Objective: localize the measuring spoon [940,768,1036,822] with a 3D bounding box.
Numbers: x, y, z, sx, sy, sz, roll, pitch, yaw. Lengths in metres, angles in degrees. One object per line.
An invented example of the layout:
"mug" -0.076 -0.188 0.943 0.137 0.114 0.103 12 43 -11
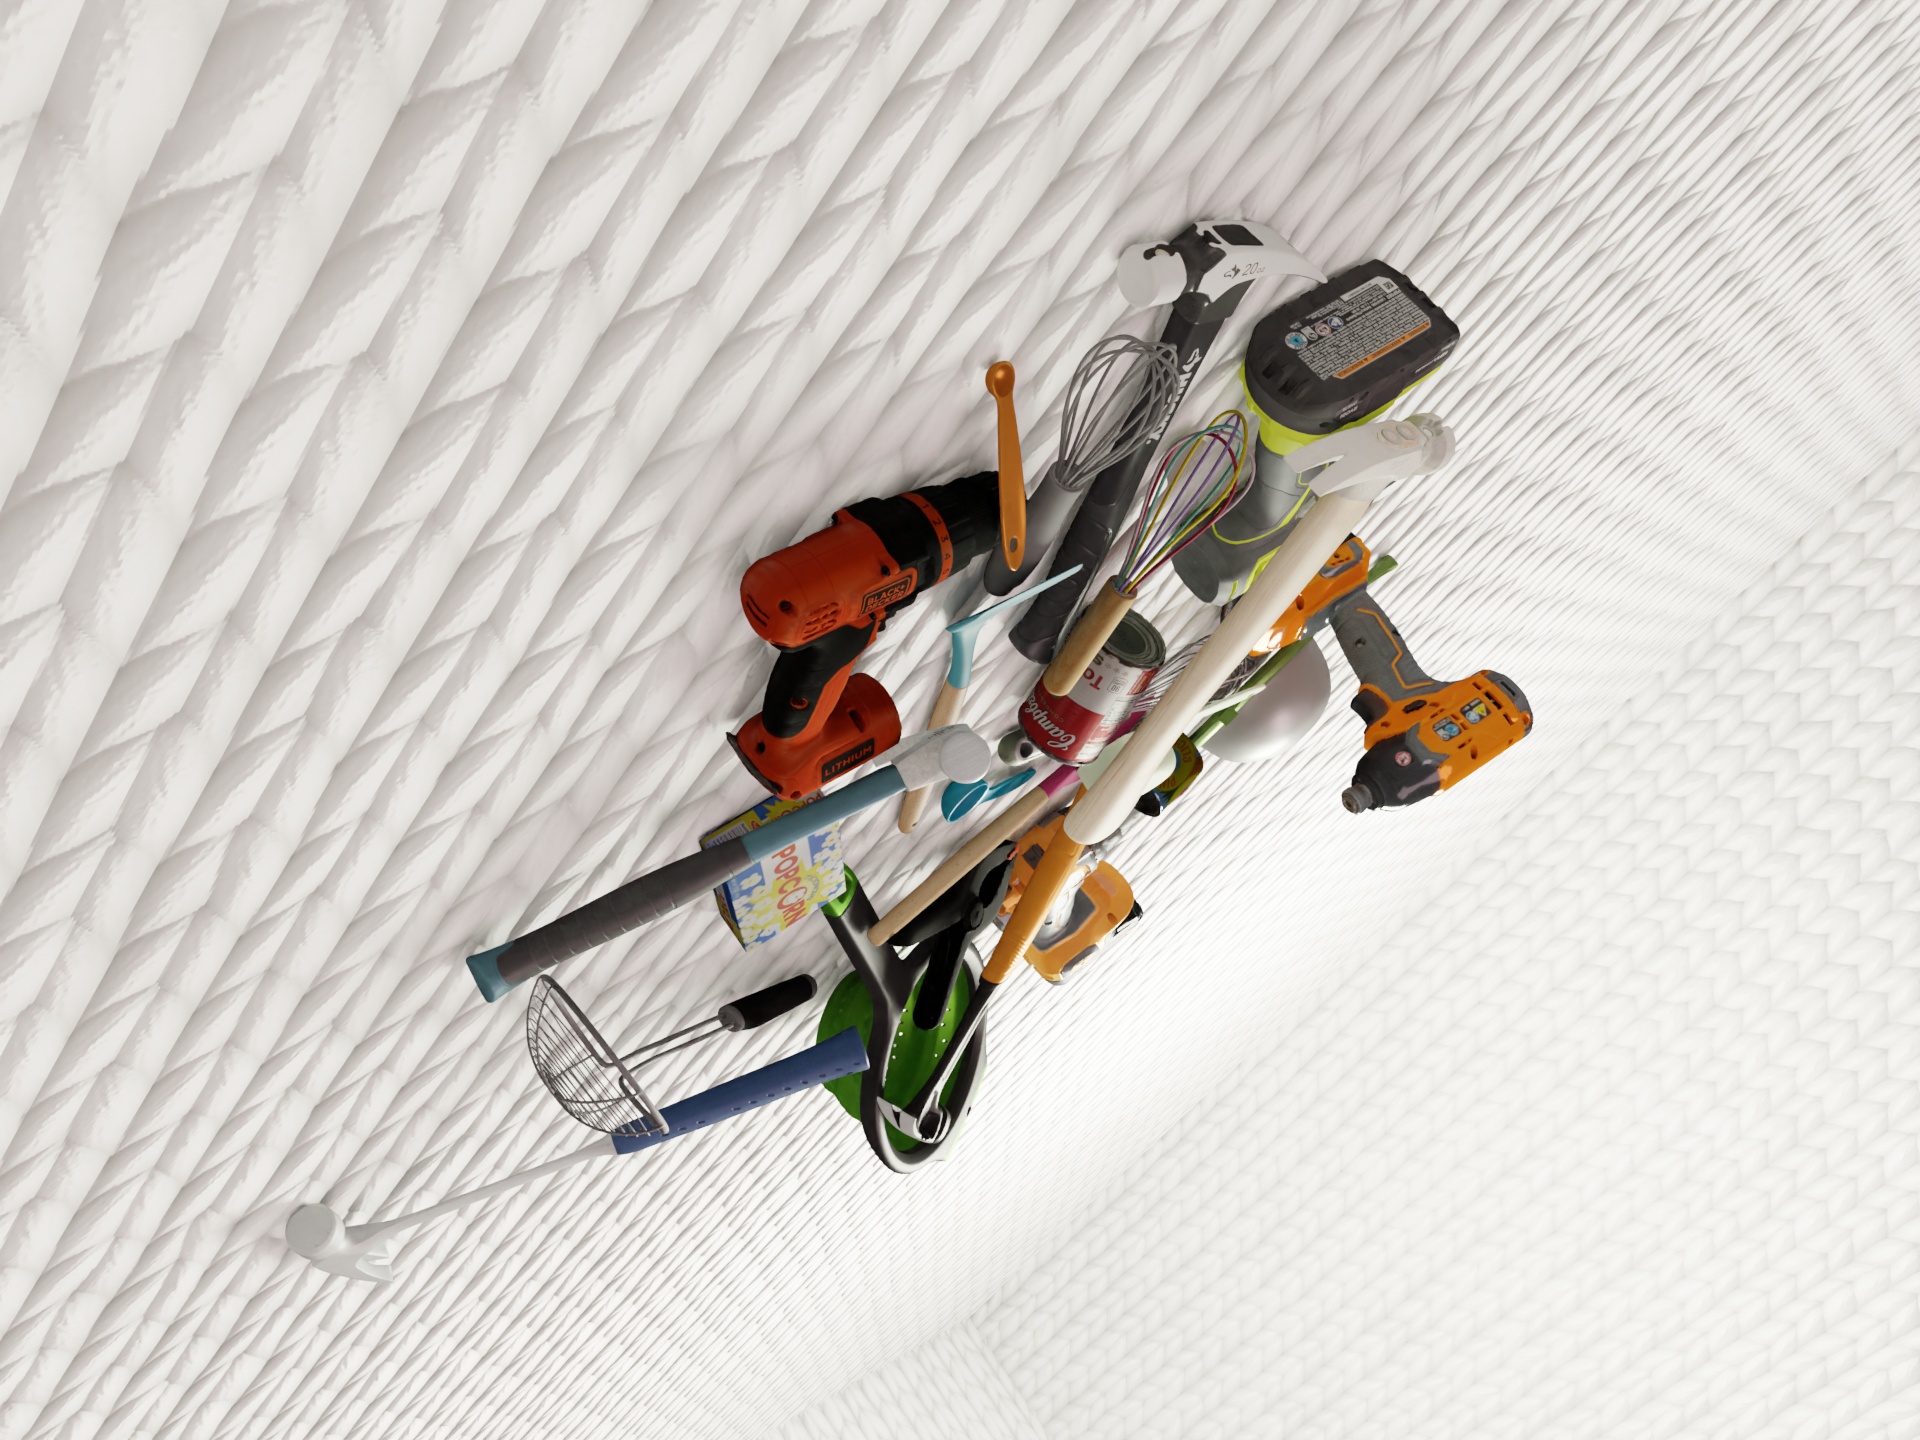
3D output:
"measuring spoon" 0.021 0.048 1.232 0.042 0.021 0.128 -53 163 27

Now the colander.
"colander" -0.080 0.225 1.304 0.205 0.094 0.396 -64 150 -31

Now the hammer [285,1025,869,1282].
"hammer" -0.261 0.311 1.153 0.405 0.035 0.144 -19 154 -13

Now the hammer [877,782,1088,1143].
"hammer" 0.039 0.182 1.287 0.337 0.034 0.127 -60 161 -13

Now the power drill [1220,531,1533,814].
"power drill" 0.302 -0.035 1.218 0.164 0.227 0.084 -30 155 -19

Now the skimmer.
"skimmer" -0.177 0.207 1.129 0.090 0.127 0.363 -49 165 18

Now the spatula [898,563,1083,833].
"spatula" -0.002 -0.003 1.059 0.082 0.044 0.317 -28 156 -30

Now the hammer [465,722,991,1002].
"hammer" -0.140 0.083 0.950 0.331 0.033 0.128 -26 -174 -6

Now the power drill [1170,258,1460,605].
"power drill" 0.242 -0.187 1.049 0.190 0.080 0.228 -31 158 -18

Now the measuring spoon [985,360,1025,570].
"measuring spoon" 0.023 -0.133 0.840 0.021 0.011 0.116 -37 132 -42

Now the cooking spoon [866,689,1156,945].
"cooking spoon" 0.046 0.072 1.250 0.319 0.017 0.068 -39 162 -25

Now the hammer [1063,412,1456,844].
"hammer" 0.168 -0.040 1.073 0.146 0.038 0.410 -20 154 -41

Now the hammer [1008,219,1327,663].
"hammer" 0.102 -0.152 0.955 0.146 0.035 0.334 -21 151 -34

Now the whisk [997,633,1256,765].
"whisk" 0.132 -0.013 1.240 0.246 0.059 0.057 -21 113 -28

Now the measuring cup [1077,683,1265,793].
"measuring cup" 0.174 0.020 1.260 0.167 0.038 0.083 -25 164 -5

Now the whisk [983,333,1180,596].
"whisk" 0.058 -0.133 0.884 0.055 0.055 0.239 -25 164 -30

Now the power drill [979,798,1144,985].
"power drill" 0.109 0.142 1.451 0.185 0.084 0.226 -39 153 -6

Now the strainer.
"strainer" 0.307 -0.044 1.381 0.256 0.069 0.151 -41 173 -14

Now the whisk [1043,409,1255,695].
"whisk" 0.110 -0.094 0.977 0.051 0.047 0.244 -18 153 -39

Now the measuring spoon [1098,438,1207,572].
"measuring spoon" 0.116 -0.139 1.029 0.124 0.018 0.034 -50 -178 38
